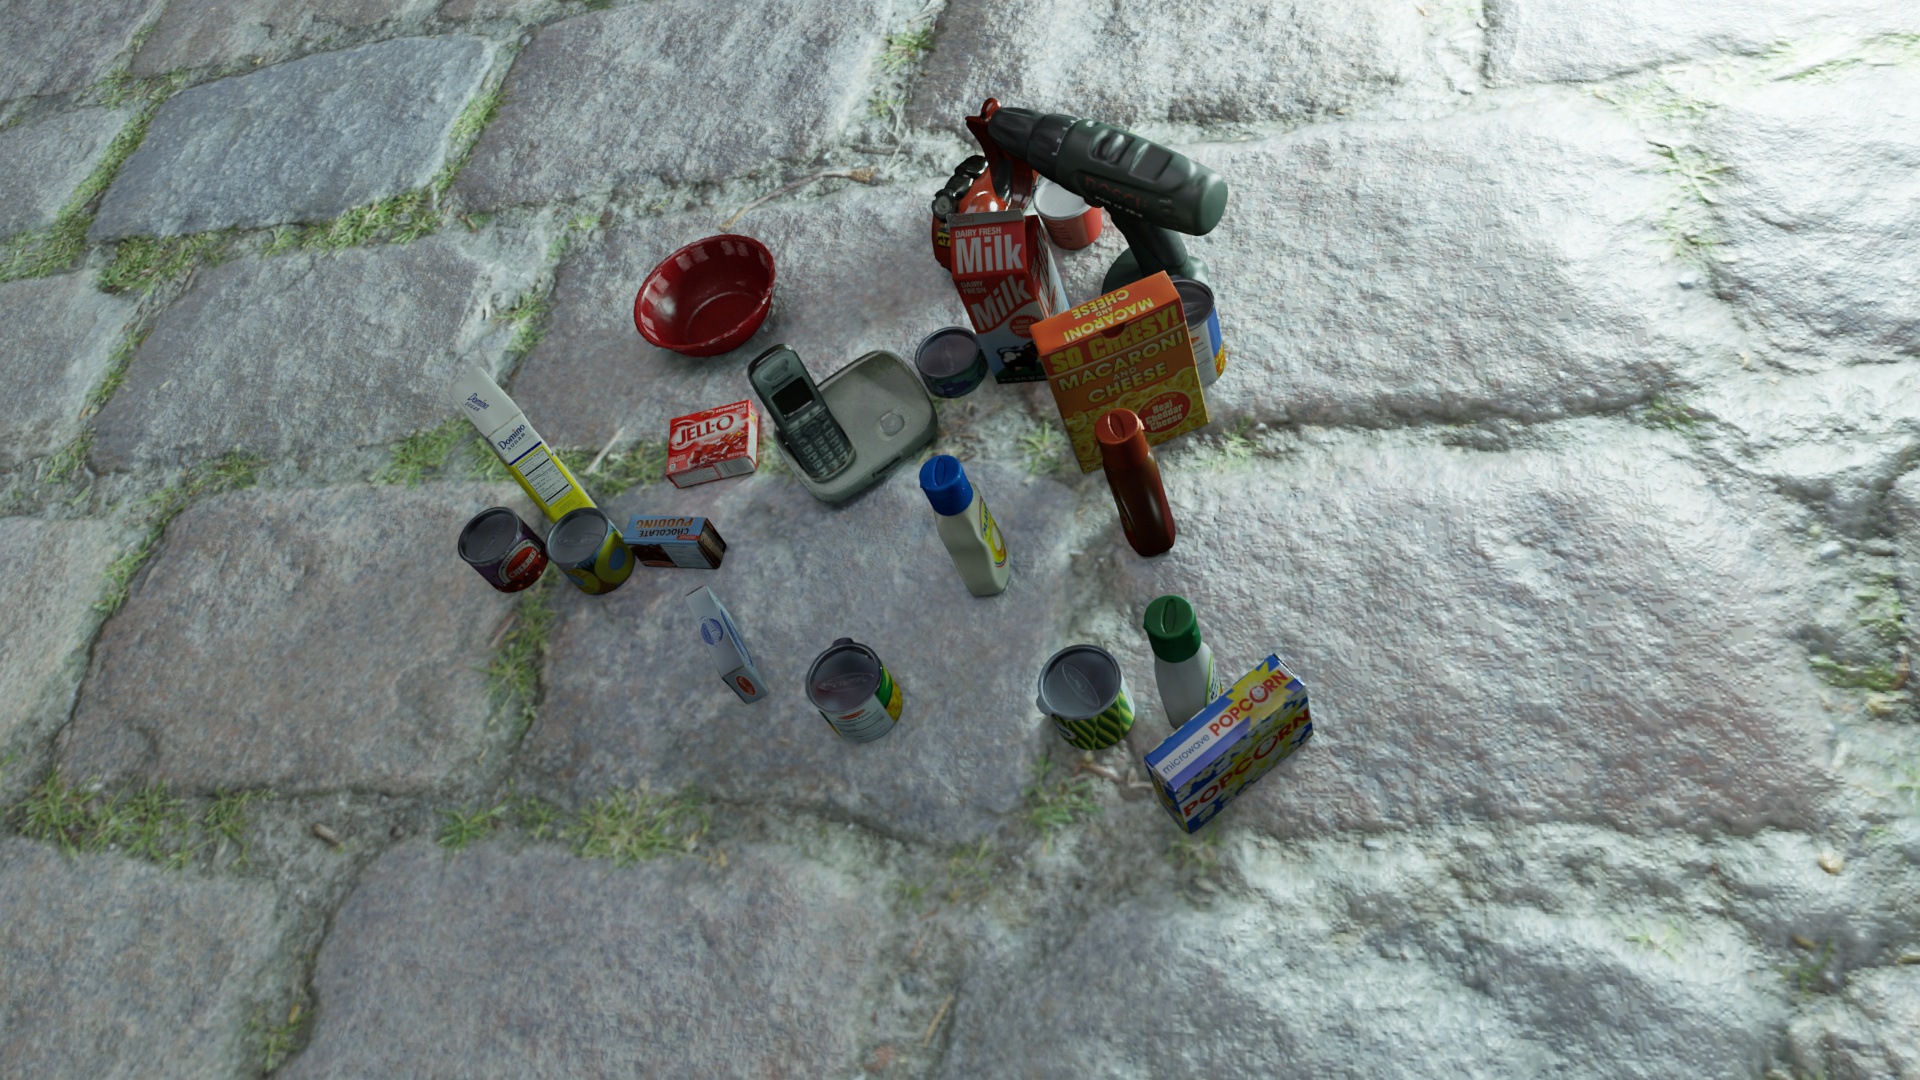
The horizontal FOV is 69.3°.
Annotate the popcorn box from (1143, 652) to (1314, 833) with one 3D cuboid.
[{"bbox_3d":[0.199,0.151,1.023,0.127,0.085,0.038,-37,53,-8],"label":"popcorn box"}]

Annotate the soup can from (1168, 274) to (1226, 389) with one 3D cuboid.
[{"bbox_3d":[0.202,-0.187,1.257,0.071,0.083,0.072,-9,54,13],"label":"soup can"}]

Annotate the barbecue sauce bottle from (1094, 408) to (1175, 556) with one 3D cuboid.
[{"bbox_3d":[0.143,-0.050,1.142,0.043,0.148,0.065,-20,53,6],"label":"barbecue sauce bottle"}]

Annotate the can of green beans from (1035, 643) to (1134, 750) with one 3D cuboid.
[{"bbox_3d":[0.100,0.124,1.093,0.071,0.057,0.071,-9,54,13],"label":"can of green beans"}]

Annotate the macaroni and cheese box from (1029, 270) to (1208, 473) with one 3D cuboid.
[{"bbox_3d":[0.140,-0.140,1.194,0.124,0.165,0.040,-22,53,4],"label":"macaroni and cheese box"}]

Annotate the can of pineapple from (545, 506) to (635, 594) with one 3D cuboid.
[{"bbox_3d":[-0.354,0.012,1.328,0.071,0.057,0.071,-9,54,13],"label":"can of pineapple"}]

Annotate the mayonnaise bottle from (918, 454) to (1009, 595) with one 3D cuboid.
[{"bbox_3d":[0.004,-0.015,1.165,0.041,0.147,0.065,-8,55,14],"label":"mayonnaise bottle"}]

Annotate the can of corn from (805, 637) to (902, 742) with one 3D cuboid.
[{"bbox_3d":[-0.088,0.125,1.157,0.071,0.058,0.071,-9,54,13],"label":"can of corn"}]

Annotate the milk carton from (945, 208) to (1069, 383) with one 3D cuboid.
[{"bbox_3d":[0.046,-0.233,1.275,0.072,0.189,0.074,-1,57,19],"label":"milk carton"}]

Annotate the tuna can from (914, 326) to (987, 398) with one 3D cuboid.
[{"bbox_3d":[-0.006,-0.174,1.352,0.071,0.032,0.071,-9,54,13],"label":"tuna can"}]

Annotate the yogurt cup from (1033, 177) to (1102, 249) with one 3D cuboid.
[{"bbox_3d":[0.112,-0.333,1.408,0.072,0.053,0.073,-9,54,13],"label":"yogurt cup"}]

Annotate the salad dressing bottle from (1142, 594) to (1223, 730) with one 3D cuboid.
[{"bbox_3d":[0.166,0.093,1.035,0.044,0.147,0.064,0,57,20],"label":"salad dressing bottle"}]

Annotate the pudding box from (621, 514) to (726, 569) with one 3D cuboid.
[{"bbox_3d":[-0.270,0.001,1.311,0.084,0.049,0.030,1,57,20],"label":"pudding box"}]

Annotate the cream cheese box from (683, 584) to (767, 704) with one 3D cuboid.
[{"bbox_3d":[-0.207,0.092,1.224,0.024,0.053,0.104,-31,52,-3],"label":"cream cheese box"}]

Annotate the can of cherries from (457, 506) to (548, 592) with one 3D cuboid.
[{"bbox_3d":[-0.445,0.011,1.360,0.071,0.058,0.072,-9,54,13],"label":"can of cherries"}]
